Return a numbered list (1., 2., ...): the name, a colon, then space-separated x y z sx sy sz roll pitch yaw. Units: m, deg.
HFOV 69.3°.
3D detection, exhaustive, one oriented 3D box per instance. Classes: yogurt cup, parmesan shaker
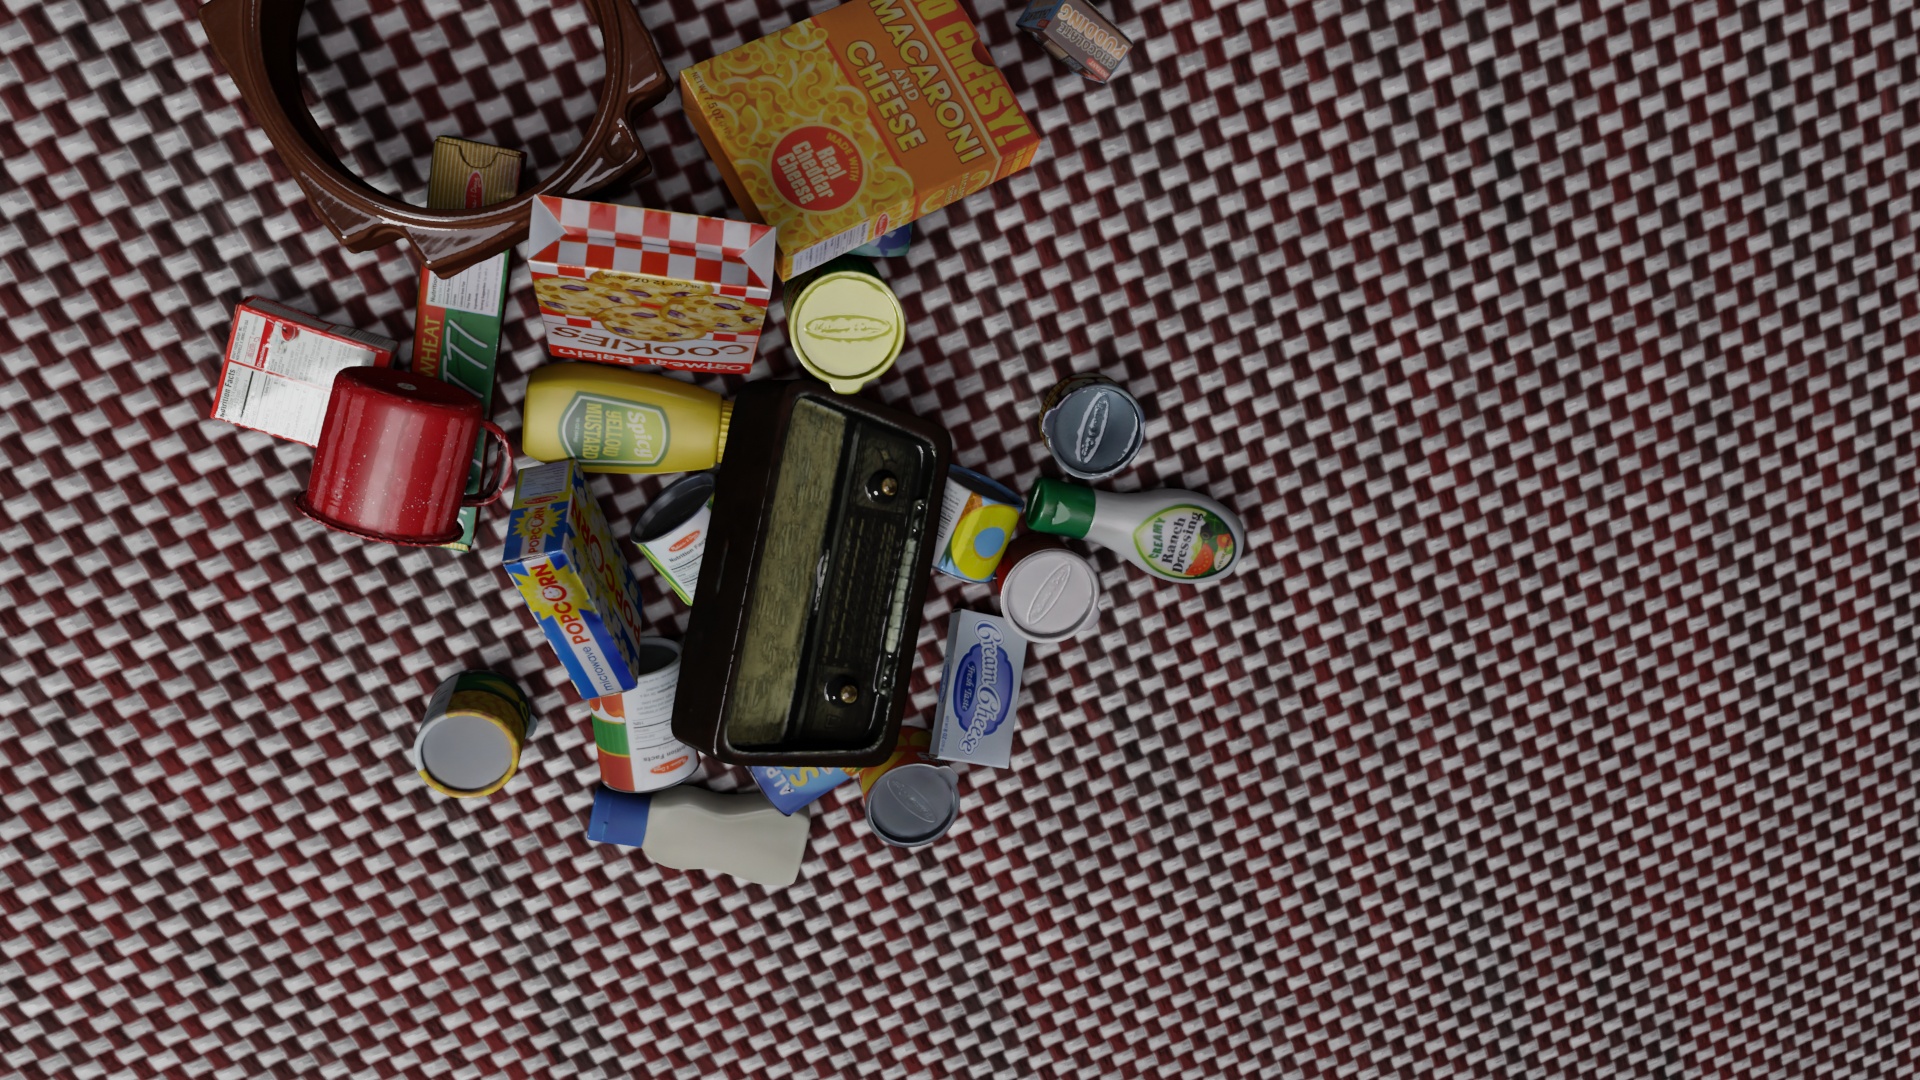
1. yogurt cup: 0.056 0.029 0.948 0.072 0.054 0.072 -4 110 -9
2. parmesan shaker: -0.073 -0.135 0.837 0.071 0.103 0.071 -3 110 -9

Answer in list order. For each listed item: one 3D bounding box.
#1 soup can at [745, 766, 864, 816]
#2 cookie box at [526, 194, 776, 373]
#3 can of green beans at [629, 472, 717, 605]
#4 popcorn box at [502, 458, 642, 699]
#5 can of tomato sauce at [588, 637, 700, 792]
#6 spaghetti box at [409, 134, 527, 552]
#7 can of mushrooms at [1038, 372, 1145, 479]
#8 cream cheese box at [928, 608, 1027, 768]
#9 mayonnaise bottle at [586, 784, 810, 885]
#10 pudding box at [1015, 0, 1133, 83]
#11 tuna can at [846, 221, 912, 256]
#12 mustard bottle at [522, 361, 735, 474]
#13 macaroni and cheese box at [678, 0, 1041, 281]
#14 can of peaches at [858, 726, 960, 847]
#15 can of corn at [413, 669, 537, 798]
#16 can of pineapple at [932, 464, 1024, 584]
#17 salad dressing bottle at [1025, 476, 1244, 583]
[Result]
1. soup can: -0.100 0.138 0.949 0.084 0.071 0.071 -32 112 1
2. cookie box: -0.174 -0.138 0.786 0.123 0.167 0.040 5 80 -12
3. can of green beans: -0.166 -0.001 0.886 0.071 0.071 0.057 -33 119 2
4. popcorn box: -0.234 0.025 0.853 0.038 0.085 0.126 -12 133 3
5. can of tomato sauce: -0.212 0.114 0.922 0.071 0.071 0.082 -7 110 -8
6. spaghetti box: -0.304 -0.115 0.840 0.050 0.029 0.249 9 107 -13
7. can of mushrooms: 0.085 -0.077 0.926 0.071 0.033 0.070 -4 111 -10
8. cream cheese box: 0.014 0.102 0.959 0.053 0.024 0.104 12 78 -15
9. mayonnaise bottle: -0.183 0.201 0.972 0.148 0.041 0.064 12 107 -13
10. pudding box: 0.066 -0.298 0.816 0.049 0.084 0.030 33 104 -20
11. tuna can: -0.063 -0.193 0.836 0.071 0.071 0.032 4 110 -12
12. mustard bottle: -0.188 -0.073 0.867 0.160 0.049 0.065 4 115 -12
13. macaroni and cheese box: -0.056 -0.239 0.790 0.167 0.040 0.124 -28 84 -14
14. can of peaches: -0.035 0.171 0.980 0.071 0.058 0.071 -3 110 -9
15. can of corn: -0.316 0.127 0.910 0.071 0.058 0.071 -3 111 -9
16. can of pineapple: 0.003 -0.012 0.917 0.071 0.071 0.057 20 105 -17
17. salad dressing bottle: 0.119 -0.010 0.951 0.148 0.044 0.064 12 106 -14
